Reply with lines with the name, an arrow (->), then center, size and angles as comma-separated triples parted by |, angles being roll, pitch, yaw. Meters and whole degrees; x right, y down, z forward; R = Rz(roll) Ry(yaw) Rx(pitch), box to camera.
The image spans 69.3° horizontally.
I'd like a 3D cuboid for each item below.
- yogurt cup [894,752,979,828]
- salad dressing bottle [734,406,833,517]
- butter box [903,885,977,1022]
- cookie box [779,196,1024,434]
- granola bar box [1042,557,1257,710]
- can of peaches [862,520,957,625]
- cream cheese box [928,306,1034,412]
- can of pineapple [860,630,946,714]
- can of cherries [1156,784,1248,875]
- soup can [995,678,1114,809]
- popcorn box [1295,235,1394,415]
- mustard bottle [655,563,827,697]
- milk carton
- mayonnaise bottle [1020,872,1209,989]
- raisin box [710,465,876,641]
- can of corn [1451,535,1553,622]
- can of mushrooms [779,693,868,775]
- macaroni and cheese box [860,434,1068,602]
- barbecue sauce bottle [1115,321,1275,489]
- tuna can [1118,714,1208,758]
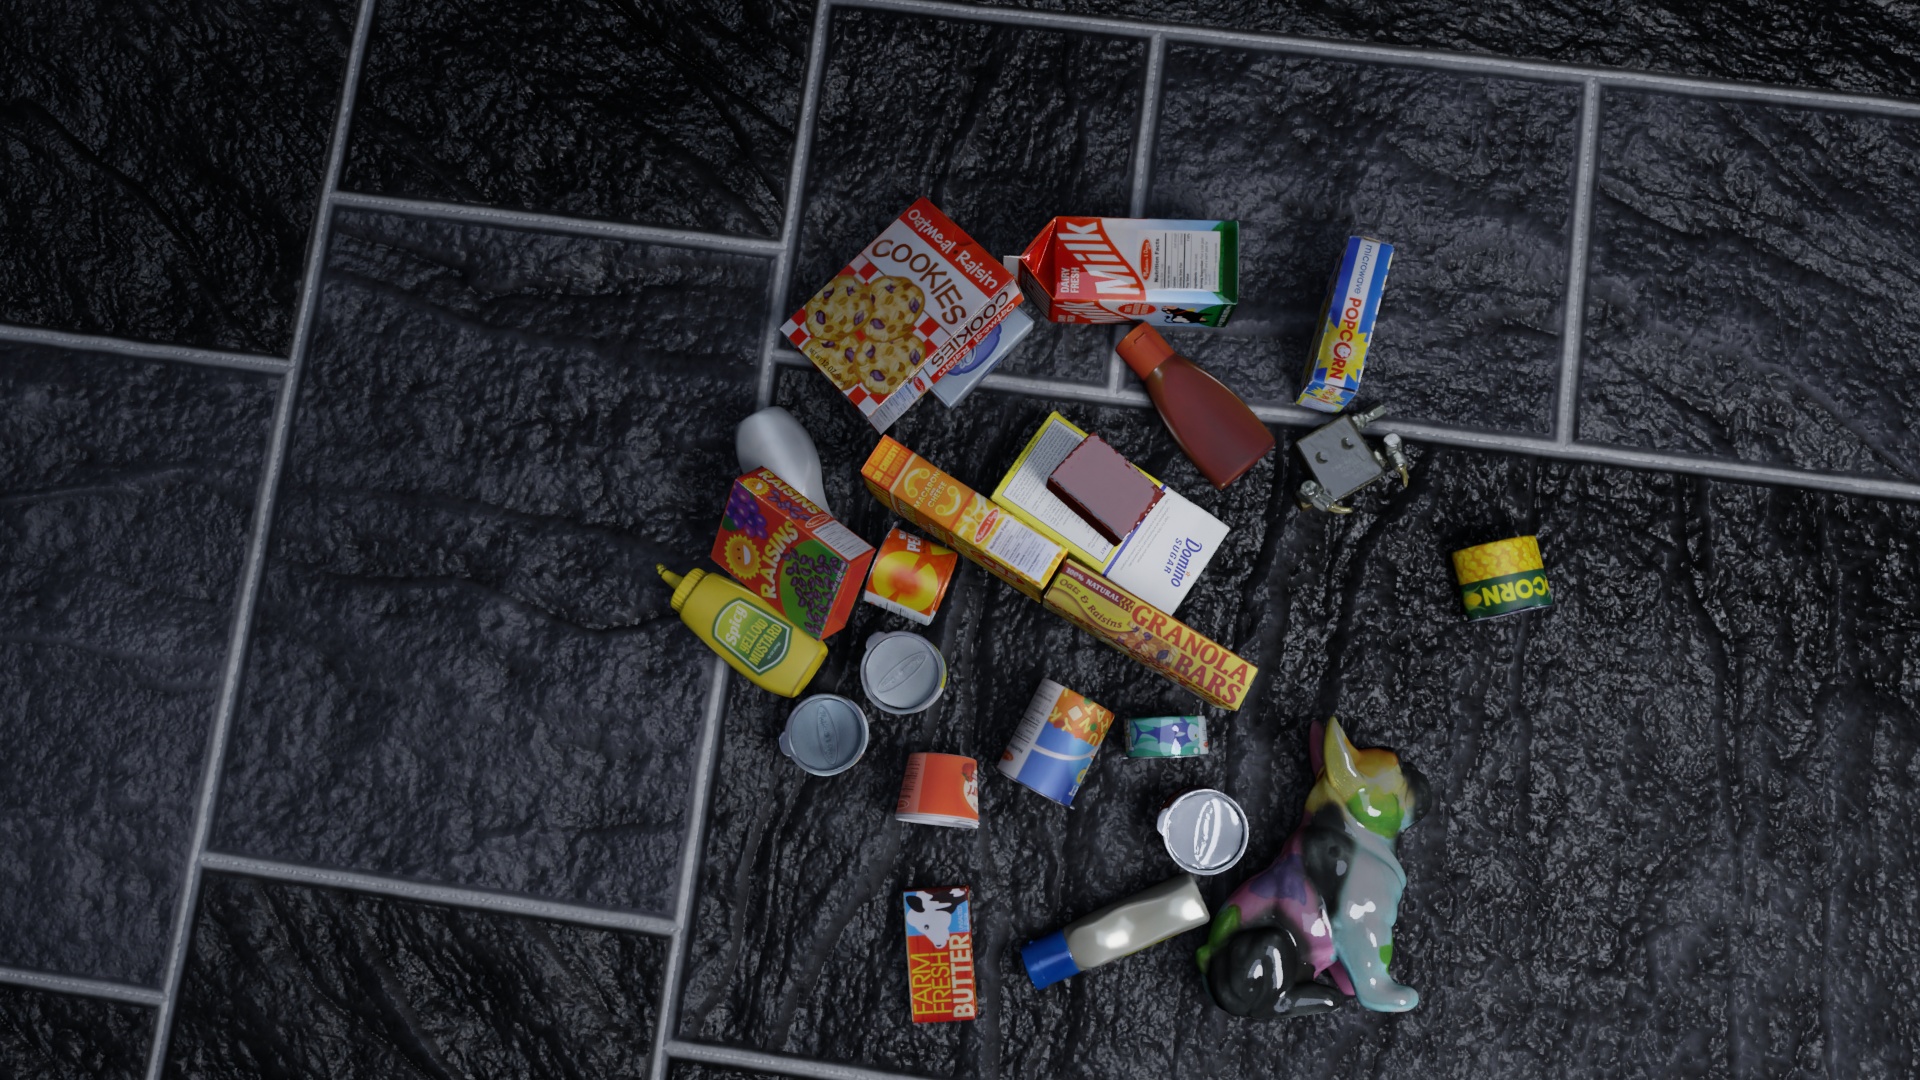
yogurt cup -> -0.017, 0.200, 1.112 | 0.072, 0.072, 0.054 | 5, 75, 3
salad dressing bottle -> -0.136, -0.038, 1.159 | 0.064, 0.044, 0.147 | -28, 84, 5
butter box -> -0.016, 0.331, 1.114 | 0.053, 0.024, 0.103 | -5, 82, 3
cookie box -> -0.049, -0.190, 1.160 | 0.167, 0.040, 0.123 | -43, 66, -3
granola bar box -> 0.145, 0.074, 1.090 | 0.165, 0.124, 0.039 | 30, 87, 6
can of peaches -> -0.040, 0.027, 1.133 | 0.058, 0.071, 0.071 | 22, 84, 5
cream cheese box -> 0.008, -0.164, 1.178 | 0.053, 0.024, 0.104 | 44, 86, 7
can of pineapple -> -0.046, 0.106, 1.128 | 0.071, 0.058, 0.071 | 0, 83, 2
can of cherries -> 0.189, 0.227, 1.101 | 0.071, 0.058, 0.071 | 0, 84, 3
soup can -> 0.078, 0.163, 1.112 | 0.071, 0.071, 0.084 | 28, 84, 6
popcorn box -> 0.313, -0.174, 1.135 | 0.038, 0.085, 0.127 | 15, 84, 6
mustard bottle -> -0.189, 0.066, 1.144 | 0.160, 0.048, 0.065 | 32, 84, 6
milk carton -> 0.131, -0.223, 1.157 | 0.191, 0.072, 0.073 | 2, 83, 2
mayonnaise bottle -> 0.121, 0.308, 1.093 | 0.148, 0.064, 0.041 | -24, 80, 3
raisin box -> -0.136, 0.010, 1.119 | 0.123, 0.040, 0.085 | 35, 125, 18
can of corn -> 0.433, 0.031, 1.109 | 0.071, 0.071, 0.058 | -11, 82, 1
can of mushrooms -> -0.111, 0.159, 1.136 | 0.071, 0.033, 0.071 | 0, 83, 2
macaroni and cheese box -> 0.004, -0.014, 1.108 | 0.166, 0.123, 0.040 | 32, 84, 6
barbecue sauce bottle -> 0.190, -0.116, 1.154 | 0.065, 0.043, 0.148 | -40, 82, -3
tuna can -> 0.161, 0.157, 1.108 | 0.071, 0.071, 0.033 | -3, 82, 2
